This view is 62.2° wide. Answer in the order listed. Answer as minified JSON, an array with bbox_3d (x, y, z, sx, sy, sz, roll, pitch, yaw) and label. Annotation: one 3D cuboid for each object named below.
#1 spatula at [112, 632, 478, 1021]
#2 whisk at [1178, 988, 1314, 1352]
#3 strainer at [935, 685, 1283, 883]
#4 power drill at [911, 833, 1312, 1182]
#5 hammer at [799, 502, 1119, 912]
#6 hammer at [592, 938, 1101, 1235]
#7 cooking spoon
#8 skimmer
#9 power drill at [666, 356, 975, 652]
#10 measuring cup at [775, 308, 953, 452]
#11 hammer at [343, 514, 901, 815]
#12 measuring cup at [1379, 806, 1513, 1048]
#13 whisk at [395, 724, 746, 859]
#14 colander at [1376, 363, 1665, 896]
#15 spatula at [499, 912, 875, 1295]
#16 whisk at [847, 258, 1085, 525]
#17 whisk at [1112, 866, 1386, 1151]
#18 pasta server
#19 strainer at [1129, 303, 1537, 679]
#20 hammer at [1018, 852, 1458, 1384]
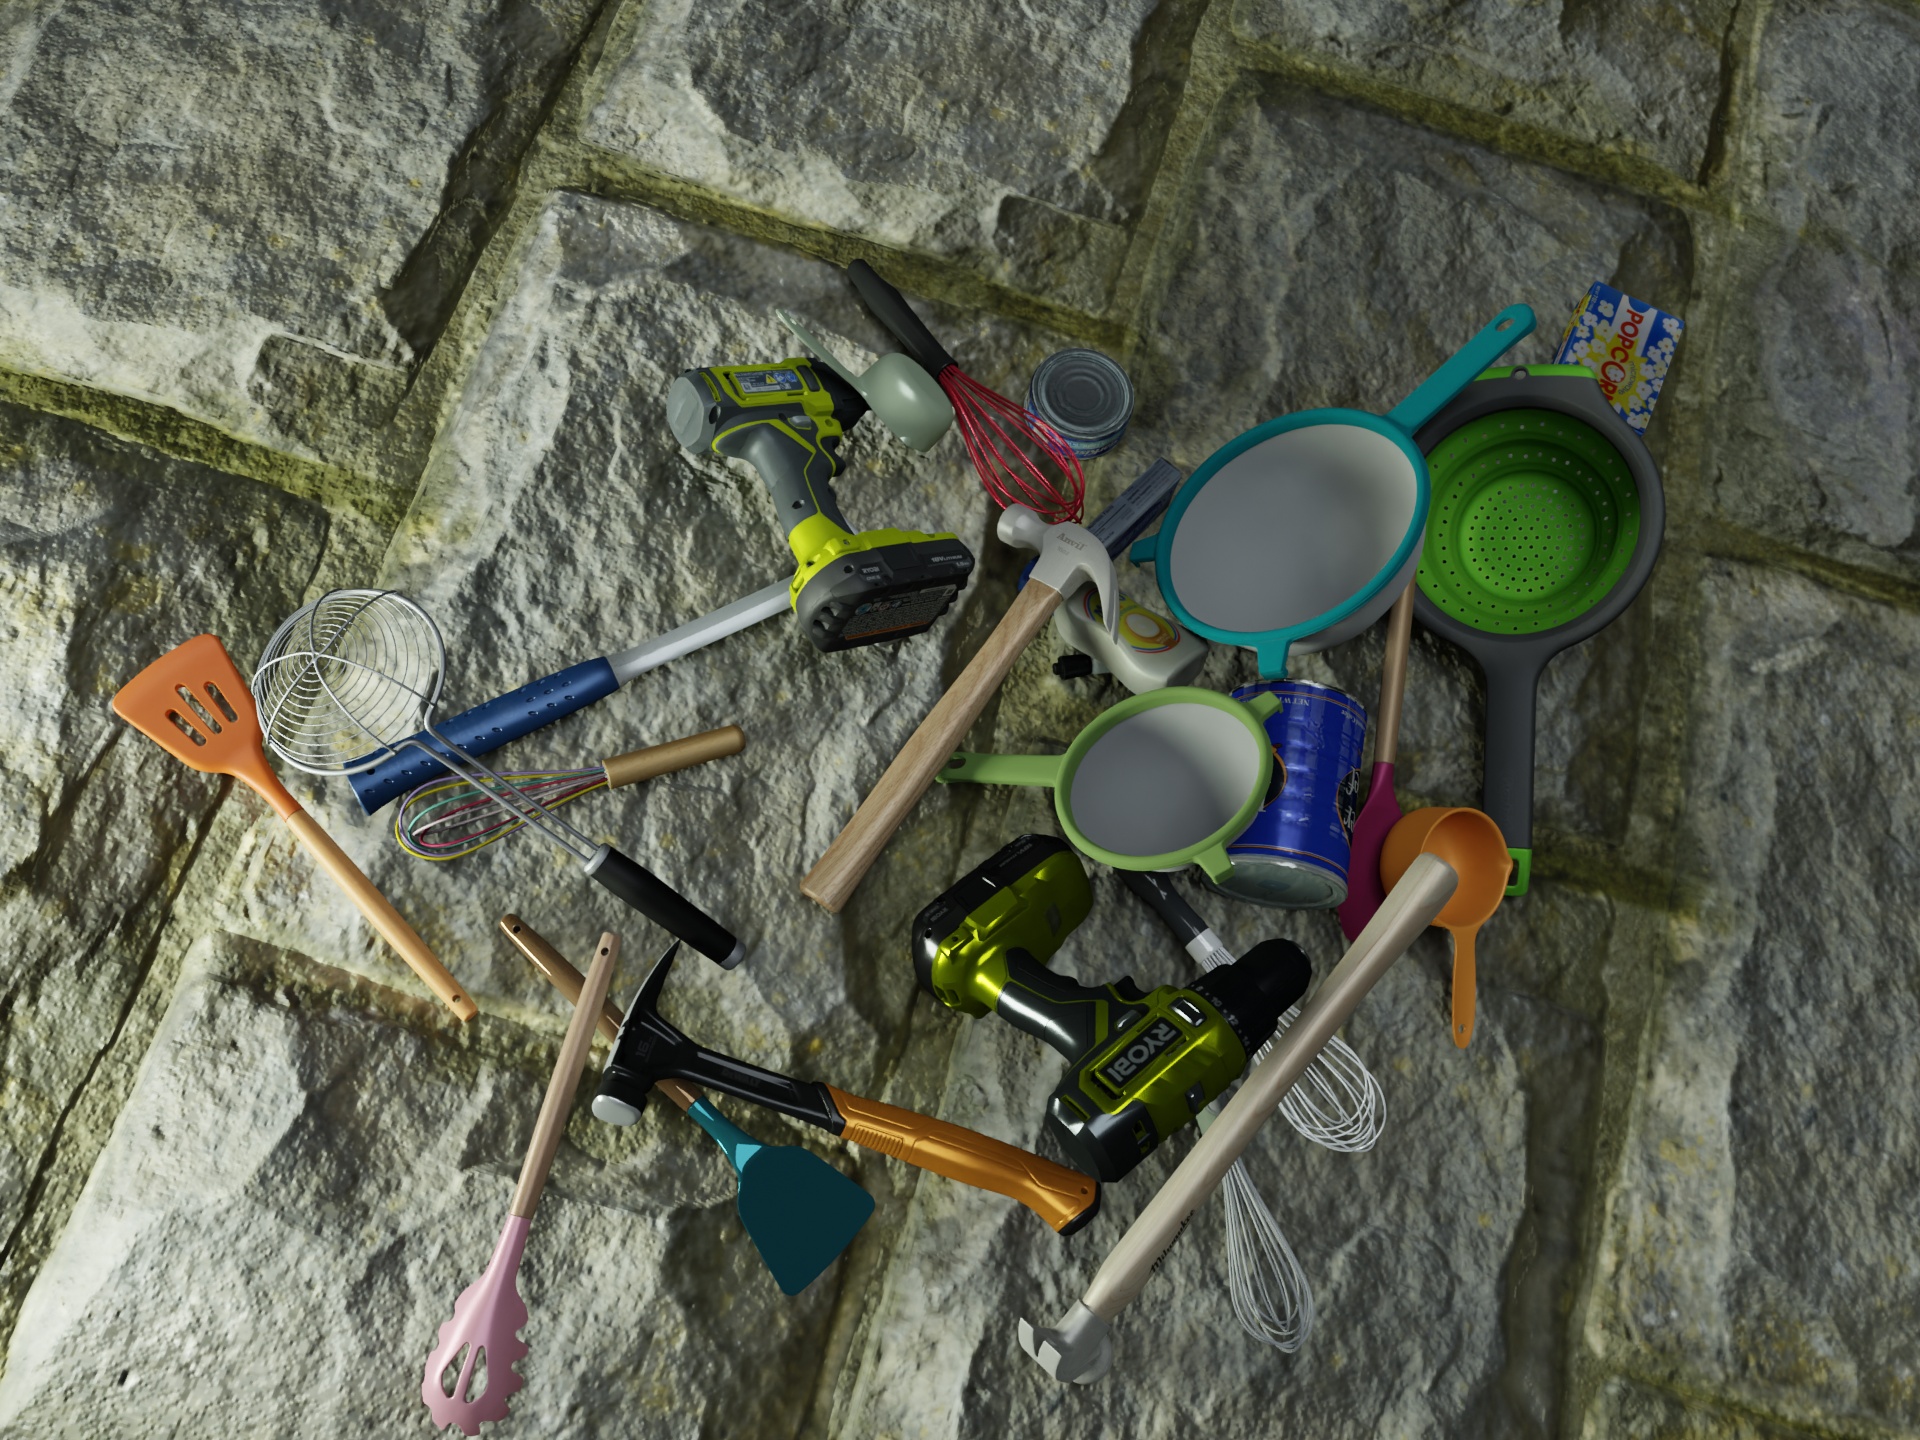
[{"bbox_3d":[-0.436,0.080,1.073,0.081,0.041,0.323,-42,81,-20],"label":"spatula"},{"bbox_3d":[0.183,0.300,1.076,0.057,0.059,0.247,-7,66,-23],"label":"whisk"},{"bbox_3d":[0.099,0.052,1.113,0.256,0.069,0.152,2,53,30],"label":"strainer"},{"bbox_3d":[0.093,0.168,1.028,0.190,0.080,0.229,-36,41,-18],"label":"power drill"},{"bbox_3d":[-0.002,-0.004,1.135,0.130,0.031,0.331,30,78,32],"label":"hammer"},{"bbox_3d":[-0.063,0.257,1.048,0.337,0.034,0.127,22,47,-6],"label":"hammer"},{"bbox_3d":[0.317,0.007,1.181,0.068,0.017,0.319,13,81,-27],"label":"cooking spoon"},{"bbox_3d":[-0.295,0.052,1.056,0.363,0.090,0.127,40,78,-21],"label":"skimmer"},{"bbox_3d":[-0.091,-0.167,1.151,0.171,0.080,0.223,-14,65,-39],"label":"power drill"},{"bbox_3d":[-0.066,-0.261,1.168,0.038,0.167,0.083,-39,44,18],"label":"measuring cup"},{"bbox_3d":[-0.243,-0.044,1.146,0.405,0.035,0.144,-26,76,-16],"label":"hammer"},{"bbox_3d":[0.348,0.148,1.155,0.095,0.052,0.173,-3,93,-27],"label":"measuring cup"},{"bbox_3d":[-0.267,0.048,1.108,0.245,0.051,0.047,-16,39,-18],"label":"whisk"},{"bbox_3d":[0.427,-0.066,1.220,0.204,0.094,0.397,2,87,24],"label":"colander"},{"bbox_3d":[-0.195,0.241,1.059,0.317,0.044,0.082,41,71,12],"label":"spatula"},{"bbox_3d":[0.001,-0.259,1.247,0.073,0.073,0.296,-33,73,-17],"label":"whisk"},{"bbox_3d":[0.193,0.184,1.118,0.070,0.070,0.285,-34,73,-17],"label":"whisk"},{"bbox_3d":[-0.271,0.289,1.015,0.060,0.040,0.316,15,71,-2],"label":"pasta server"},{"bbox_3d":[0.306,-0.167,1.188,0.340,0.095,0.211,-42,44,1],"label":"strainer"},{"bbox_3d":[0.184,0.244,1.009,0.038,0.146,0.411,35,78,27],"label":"hammer"}]
